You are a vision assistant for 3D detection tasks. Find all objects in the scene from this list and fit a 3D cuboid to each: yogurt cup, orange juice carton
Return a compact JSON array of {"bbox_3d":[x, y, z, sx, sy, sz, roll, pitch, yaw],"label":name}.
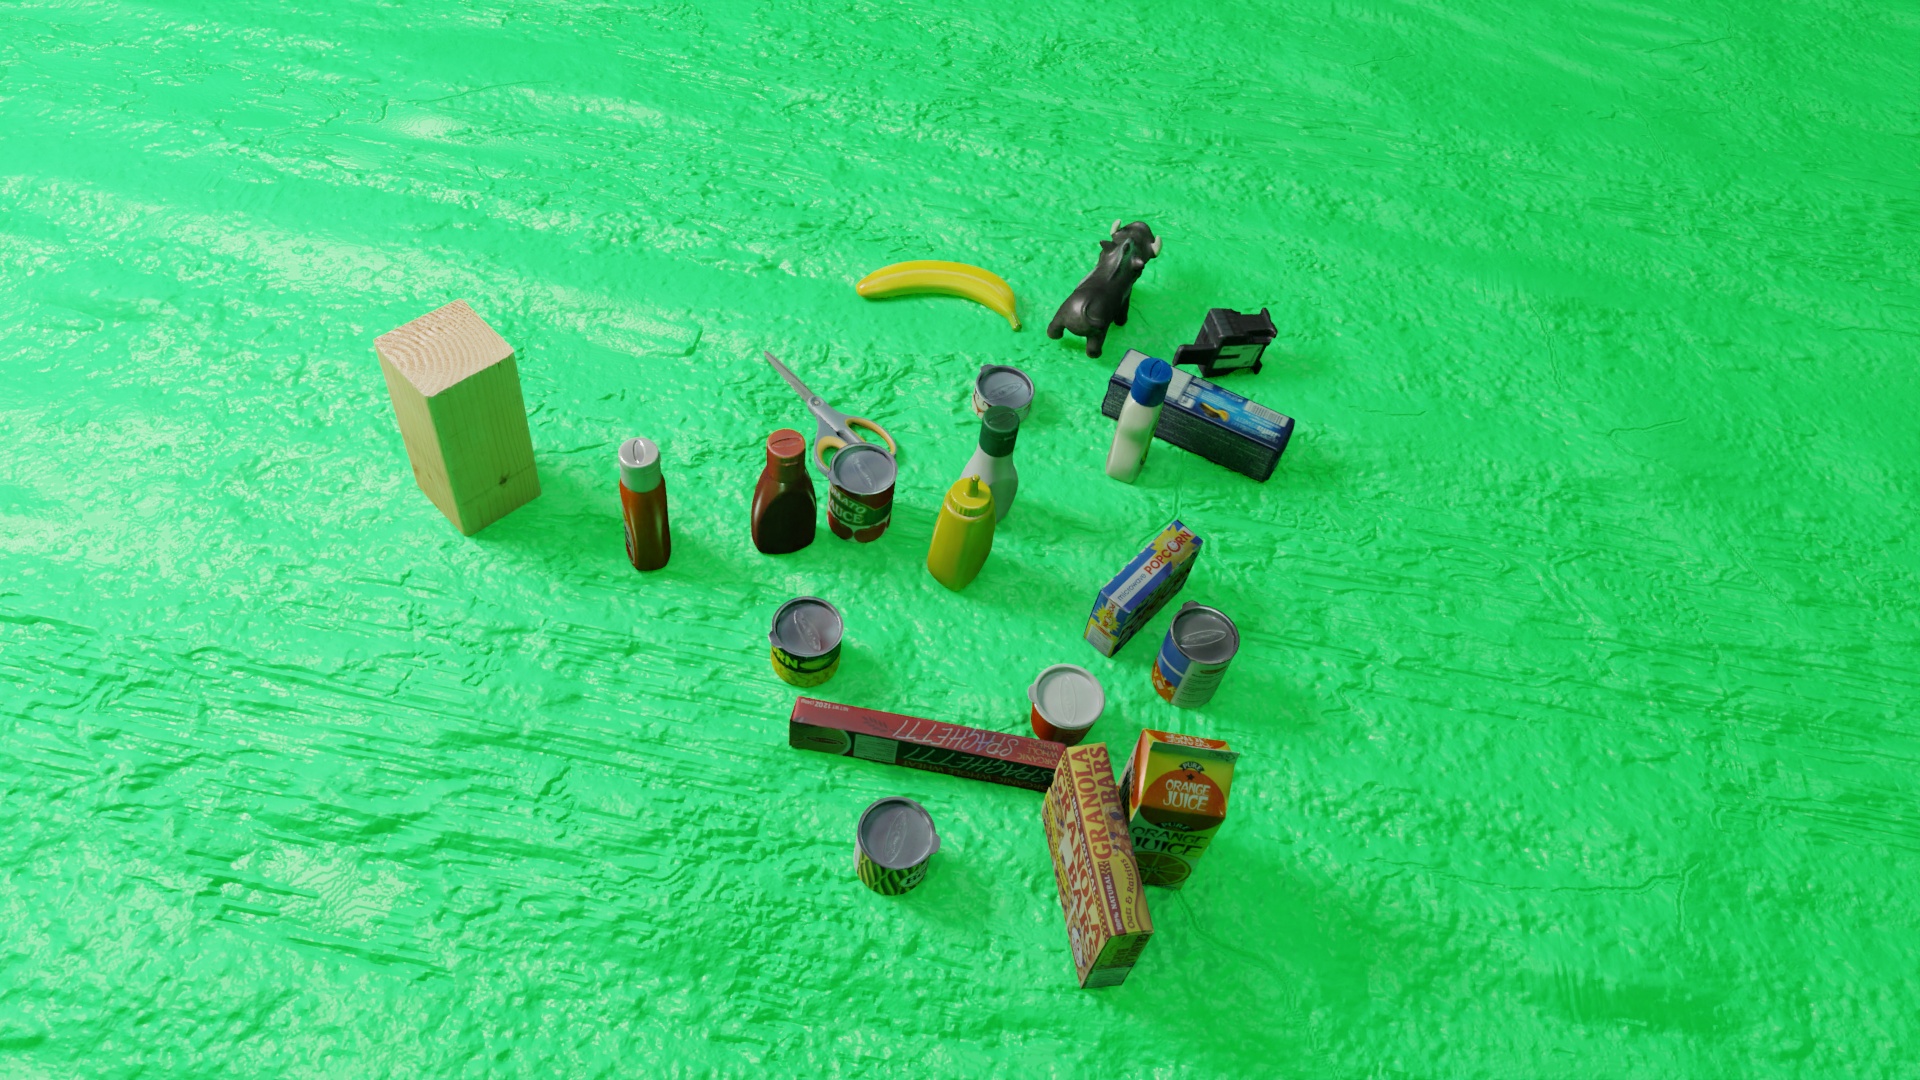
[{"bbox_3d":[0.096,0.156,1.285,0.072,0.053,0.073,4,53,-6],"label":"yogurt cup"},{"bbox_3d":[0.174,0.218,1.163,0.072,0.191,0.073,10,53,-1],"label":"orange juice carton"}]

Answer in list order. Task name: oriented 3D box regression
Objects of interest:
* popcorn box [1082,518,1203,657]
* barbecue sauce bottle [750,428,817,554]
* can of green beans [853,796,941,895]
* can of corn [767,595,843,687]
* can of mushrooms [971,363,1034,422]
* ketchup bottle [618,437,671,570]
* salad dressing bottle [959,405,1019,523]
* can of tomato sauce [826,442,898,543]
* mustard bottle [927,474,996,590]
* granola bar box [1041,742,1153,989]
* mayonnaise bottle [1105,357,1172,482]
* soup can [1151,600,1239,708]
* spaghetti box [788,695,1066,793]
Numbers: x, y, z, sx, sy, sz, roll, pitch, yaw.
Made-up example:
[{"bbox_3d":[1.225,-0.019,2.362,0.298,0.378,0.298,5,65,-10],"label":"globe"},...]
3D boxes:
[{"bbox_3d":[0.179,0.047,1.360,0.038,0.084,0.127,38,57,19],"label":"popcorn box"},{"bbox_3d":[-0.169,-0.046,1.337,0.065,0.147,0.044,-12,56,-17],"label":"barbecue sauce bottle"},{"bbox_3d":[-0.057,0.260,1.180,0.071,0.057,0.071,4,53,-6],"label":"can of green beans"},{"bbox_3d":[-0.145,0.096,1.290,0.071,0.058,0.071,4,53,-6],"label":"can of corn"},{"bbox_3d":[0.045,-0.160,1.529,0.071,0.033,0.071,4,53,-6],"label":"can of mushrooms"},{"bbox_3d":[-0.298,-0.037,1.309,0.043,0.148,0.065,-7,55,-14],"label":"ketchup bottle"},{"bbox_3d":[0.031,-0.074,1.390,0.064,0.146,0.044,-19,58,-21],"label":"salad dressing bottle"},{"bbox_3d":[-0.101,-0.046,1.388,0.071,0.082,0.071,4,53,-6],"label":"can of tomato sauce"},{"bbox_3d":[0.005,-0.017,1.334,0.049,0.159,0.065,33,56,16],"label":"mustard bottle"},{"bbox_3d":[0.110,0.271,1.156,0.039,0.123,0.166,-4,54,-11],"label":"granola bar box"},{"bbox_3d":[0.188,-0.128,1.455,0.041,0.147,0.065,21,53,7],"label":"mayonnaise bottle"},{"bbox_3d":[0.221,0.109,1.321,0.071,0.083,0.072,4,53,-6],"label":"soup can"},{"bbox_3d":[-0.029,0.184,1.246,0.250,0.050,0.029,10,53,-1],"label":"spaghetti box"}]
